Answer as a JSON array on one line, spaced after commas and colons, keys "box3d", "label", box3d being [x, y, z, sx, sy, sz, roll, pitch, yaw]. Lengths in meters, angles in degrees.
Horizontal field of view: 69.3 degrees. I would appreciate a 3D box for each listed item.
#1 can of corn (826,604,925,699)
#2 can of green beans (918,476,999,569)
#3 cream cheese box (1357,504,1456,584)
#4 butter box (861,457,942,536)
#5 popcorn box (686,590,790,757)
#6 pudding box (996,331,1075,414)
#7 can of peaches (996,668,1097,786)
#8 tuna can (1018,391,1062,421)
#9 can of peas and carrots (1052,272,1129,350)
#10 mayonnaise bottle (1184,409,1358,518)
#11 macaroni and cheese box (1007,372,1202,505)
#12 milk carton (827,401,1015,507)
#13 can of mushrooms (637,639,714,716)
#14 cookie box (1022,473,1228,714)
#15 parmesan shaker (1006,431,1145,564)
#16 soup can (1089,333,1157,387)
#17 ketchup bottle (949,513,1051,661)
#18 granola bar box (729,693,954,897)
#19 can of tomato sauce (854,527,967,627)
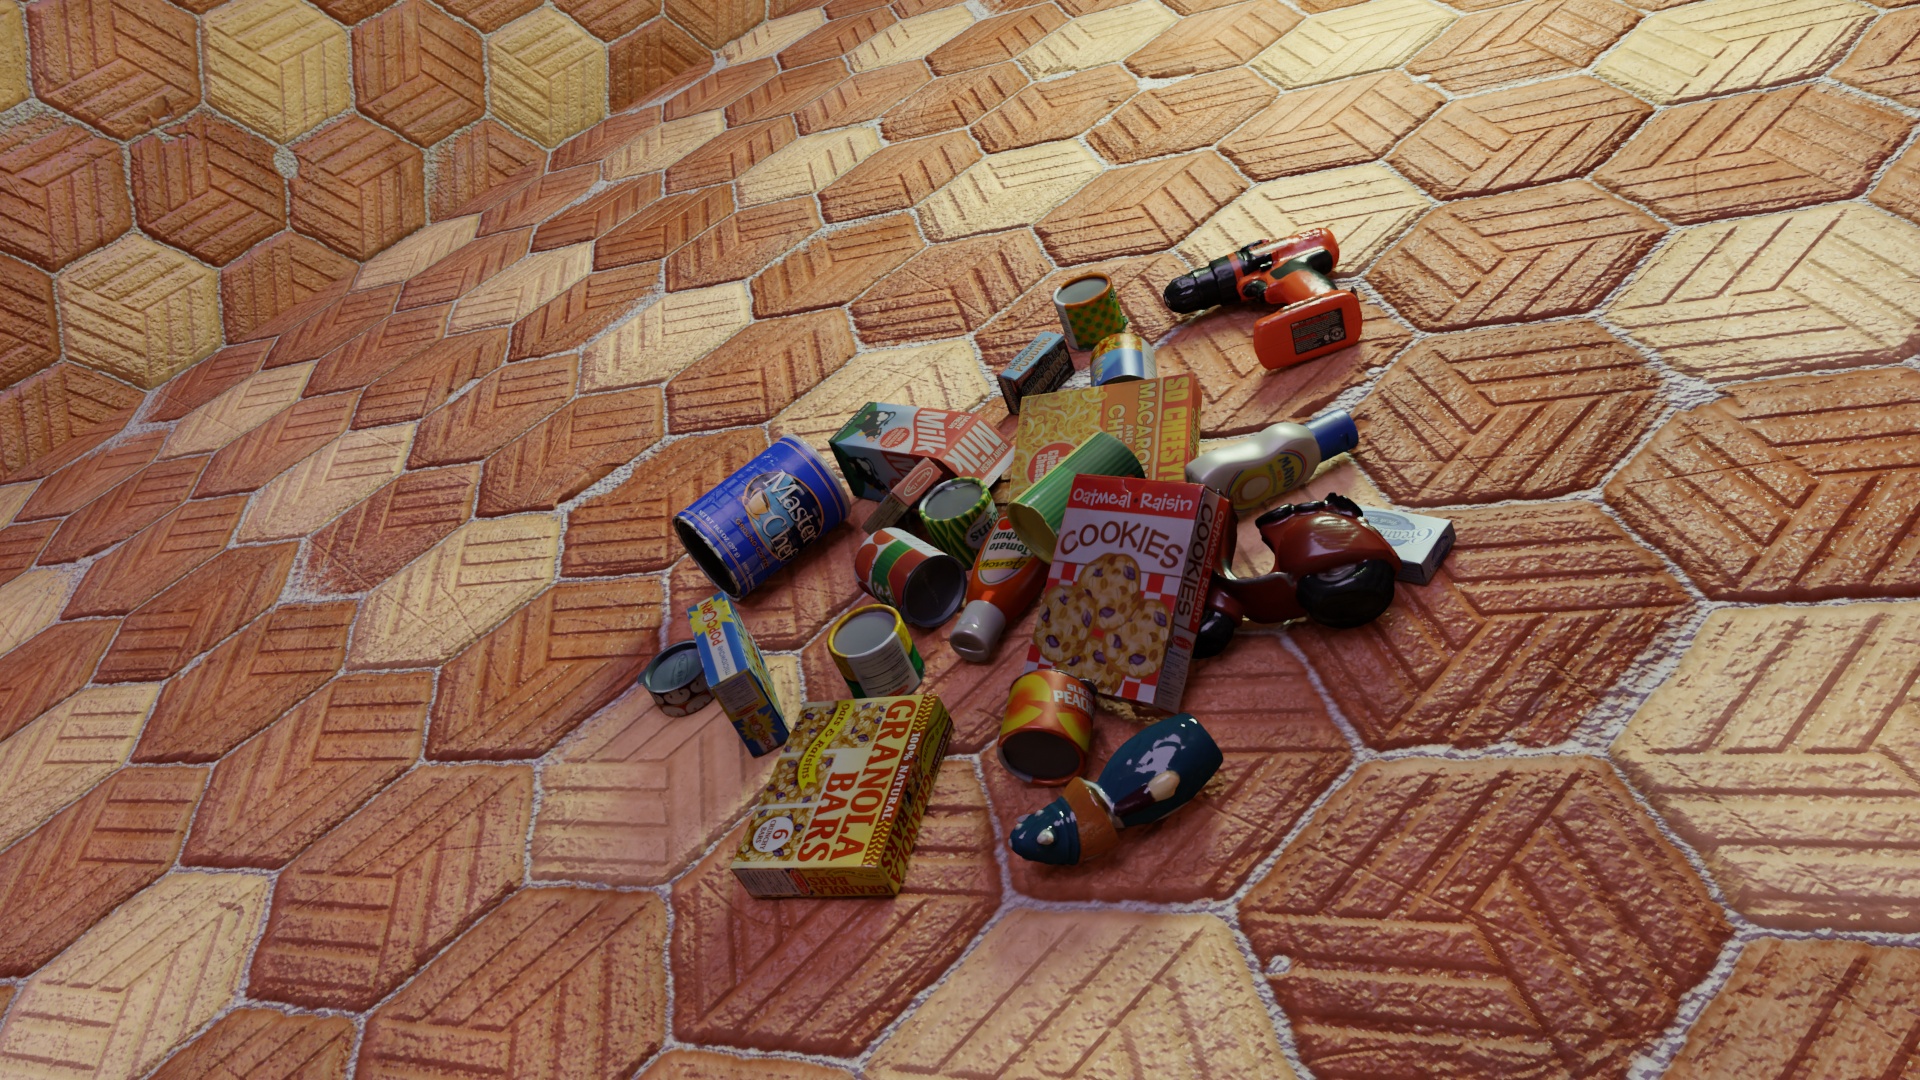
[{"box3d": [-0.071, 0.094, 1.154, 0.071, 0.058, 0.071, -16, 35, 11], "label": "can of corn"}, {"box3d": [0.003, -0.016, 1.259, 0.071, 0.057, 0.071, -16, 35, 12], "label": "can of green beans"}, {"box3d": [0.323, 0.001, 1.077, 0.104, 0.024, 0.053, 13, 50, 42], "label": "cream cheese box"}, {"box3d": [-0.056, -0.037, 1.301, 0.053, 0.024, 0.103, -46, 1, -27], "label": "butter box"}, {"box3d": [-0.189, 0.112, 1.177, 0.038, 0.085, 0.127, -28, 35, -4], "label": "popcorn box"}, {"box3d": [0.078, -0.173, 1.433, 0.030, 0.049, 0.084, 17, 52, 43], "label": "pudding box"}, {"box3d": [0.065, 0.136, 1.009, 0.071, 0.071, 0.058, -8, 38, 22], "label": "can of peaches"}, {"box3d": [0.095, -0.114, 1.358, 0.071, 0.032, 0.071, -16, 35, 12], "label": "tuna can"}, {"box3d": [0.140, -0.246, 1.486, 0.071, 0.058, 0.071, -16, 36, 12], "label": "can of peas and carrots"}, {"box3d": [0.263, -0.065, 1.170, 0.148, 0.064, 0.041, -25, 37, -8], "label": "mayonnaise bottle"}, {"box3d": [0.132, -0.082, 1.259, 0.166, 0.040, 0.124, -6, 57, 23], "label": "macaroni and cheese box"}, {"box3d": [-0.030, -0.080, 1.350, 0.190, 0.073, 0.073, 10, 47, 39], "label": "milk carton"}, {"box3d": [-0.250, 0.123, 1.243, 0.071, 0.033, 0.071, -16, 36, 12], "label": "can of mushrooms"}, {"box3d": [0.124, 0.037, 1.053, 0.123, 0.040, 0.167, 7, 78, 42], "label": "cookie box"}, {"box3d": [0.098, -0.037, 1.160, 0.103, 0.071, 0.071, -40, 37, -19], "label": "parmesan shaker"}, {"box3d": [0.155, -0.152, 1.343, 0.071, 0.071, 0.084, -14, 35, 14], "label": "soup can"}, {"box3d": [0.035, 0.038, 1.179, 0.065, 0.043, 0.149, 6, 44, 26], "label": "ketchup bottle"}, {"box3d": [-0.086, 0.192, 1.049, 0.124, 0.039, 0.166, -7, 37, 24], "label": "granola bar box"}, {"box3d": [-0.046, 0.033, 1.216, 0.071, 0.071, 0.083, -38, 36, -19], "label": "can of tomato sauce"}]
